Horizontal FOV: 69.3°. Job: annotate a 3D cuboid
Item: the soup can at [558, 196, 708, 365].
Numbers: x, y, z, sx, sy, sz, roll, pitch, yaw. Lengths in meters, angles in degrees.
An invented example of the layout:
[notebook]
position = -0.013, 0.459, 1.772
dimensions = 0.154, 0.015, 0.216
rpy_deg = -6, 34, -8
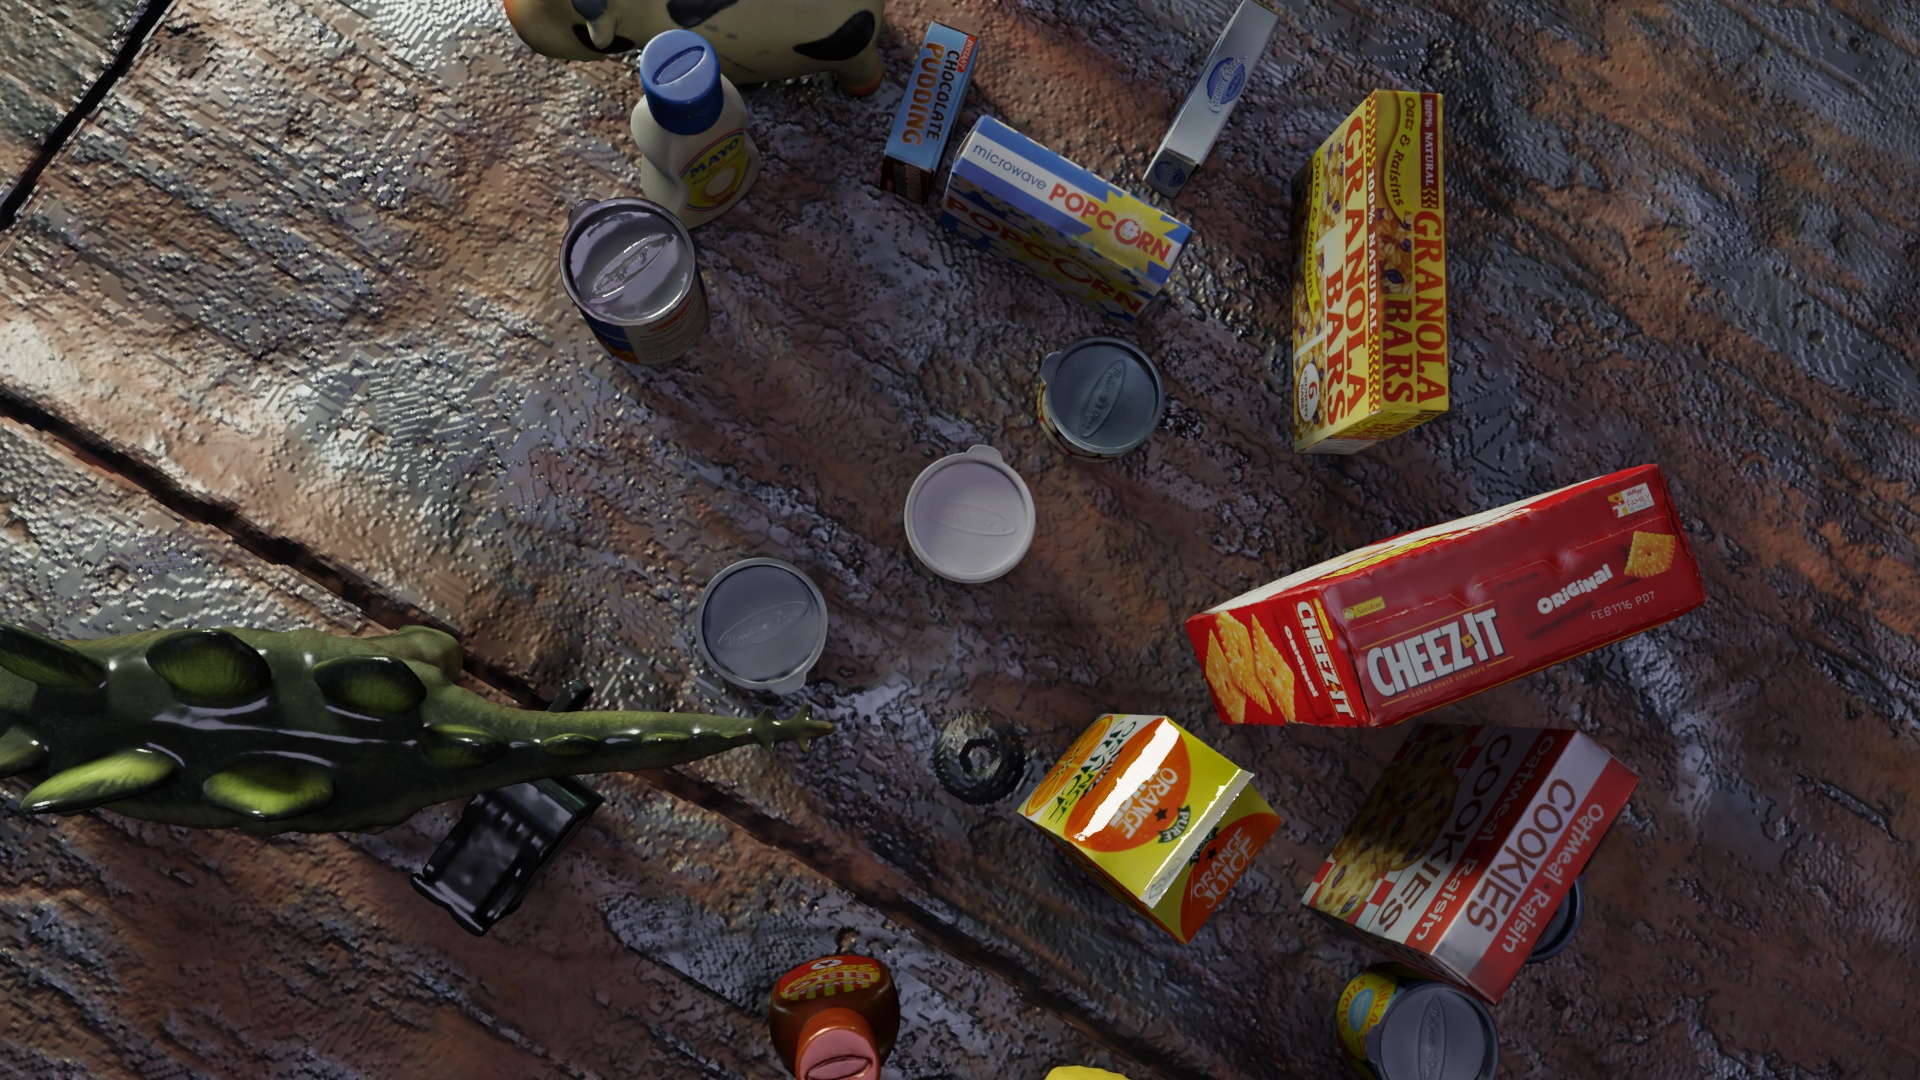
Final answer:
[soup can]
position = -0.168, -0.134, 0.720
dimensions = 0.071, 0.083, 0.071
rpy_deg = 1, 83, -6

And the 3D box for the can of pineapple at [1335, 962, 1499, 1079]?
[can of pineapple]
position = 0.236, 0.259, 0.728
dimensions = 0.071, 0.058, 0.071
rpy_deg = 1, 83, -6

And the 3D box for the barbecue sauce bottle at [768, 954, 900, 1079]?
[barbecue sauce bottle]
position = -0.059, 0.230, 0.653
dimensions = 0.065, 0.148, 0.043
rpy_deg = -9, 85, -7

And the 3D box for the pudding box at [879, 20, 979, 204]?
[pudding box]
position = -0.017, -0.235, 0.766
dimensions = 0.030, 0.049, 0.084
rpy_deg = 19, 81, -4

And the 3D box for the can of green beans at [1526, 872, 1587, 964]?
[can of green beans]
position = 0.287, 0.188, 0.742
dimensions = 0.071, 0.057, 0.071
rpy_deg = 1, 83, -6

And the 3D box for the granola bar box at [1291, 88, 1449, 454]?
[granola bar box]
position = 0.216, -0.137, 0.742
dimensions = 0.039, 0.124, 0.165
rpy_deg = 2, 83, -6

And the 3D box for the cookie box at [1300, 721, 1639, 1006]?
[cookie box]
position = 0.245, 0.152, 0.687
dimensions = 0.040, 0.167, 0.123
rpy_deg = 37, 81, -1

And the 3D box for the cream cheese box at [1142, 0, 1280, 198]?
[cream cheese box]
position = 0.141, -0.248, 0.783
dimensions = 0.024, 0.053, 0.104
rpy_deg = 29, 81, -2

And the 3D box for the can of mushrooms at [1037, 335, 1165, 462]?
[can of mushrooms]
position = 0.075, -0.078, 0.765
dimensions = 0.071, 0.033, 0.071
rpy_deg = 1, 83, -6

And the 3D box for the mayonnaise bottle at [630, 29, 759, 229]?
[mayonnaise bottle]
position = -0.135, -0.206, 0.700
dimensions = 0.065, 0.148, 0.041
rpy_deg = -39, 89, -9

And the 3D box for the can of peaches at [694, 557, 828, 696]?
[can of peaches]
position = -0.101, 0.047, 0.717
dimensions = 0.071, 0.058, 0.071
rpy_deg = 1, 83, -6

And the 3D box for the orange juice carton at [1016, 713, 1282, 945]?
[orange juice carton]
position = 0.089, 0.132, 0.659
dimensions = 0.073, 0.192, 0.072
rpy_deg = 41, 81, 0

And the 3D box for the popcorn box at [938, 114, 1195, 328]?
[popcorn box]
position = 0.053, -0.169, 0.748
dimensions = 0.127, 0.085, 0.038
rpy_deg = 28, 81, -2

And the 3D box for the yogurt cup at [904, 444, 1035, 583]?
[yogurt cup]
position = 0.003, -0.009, 0.738
dimensions = 0.072, 0.054, 0.072
rpy_deg = 1, 83, -6
